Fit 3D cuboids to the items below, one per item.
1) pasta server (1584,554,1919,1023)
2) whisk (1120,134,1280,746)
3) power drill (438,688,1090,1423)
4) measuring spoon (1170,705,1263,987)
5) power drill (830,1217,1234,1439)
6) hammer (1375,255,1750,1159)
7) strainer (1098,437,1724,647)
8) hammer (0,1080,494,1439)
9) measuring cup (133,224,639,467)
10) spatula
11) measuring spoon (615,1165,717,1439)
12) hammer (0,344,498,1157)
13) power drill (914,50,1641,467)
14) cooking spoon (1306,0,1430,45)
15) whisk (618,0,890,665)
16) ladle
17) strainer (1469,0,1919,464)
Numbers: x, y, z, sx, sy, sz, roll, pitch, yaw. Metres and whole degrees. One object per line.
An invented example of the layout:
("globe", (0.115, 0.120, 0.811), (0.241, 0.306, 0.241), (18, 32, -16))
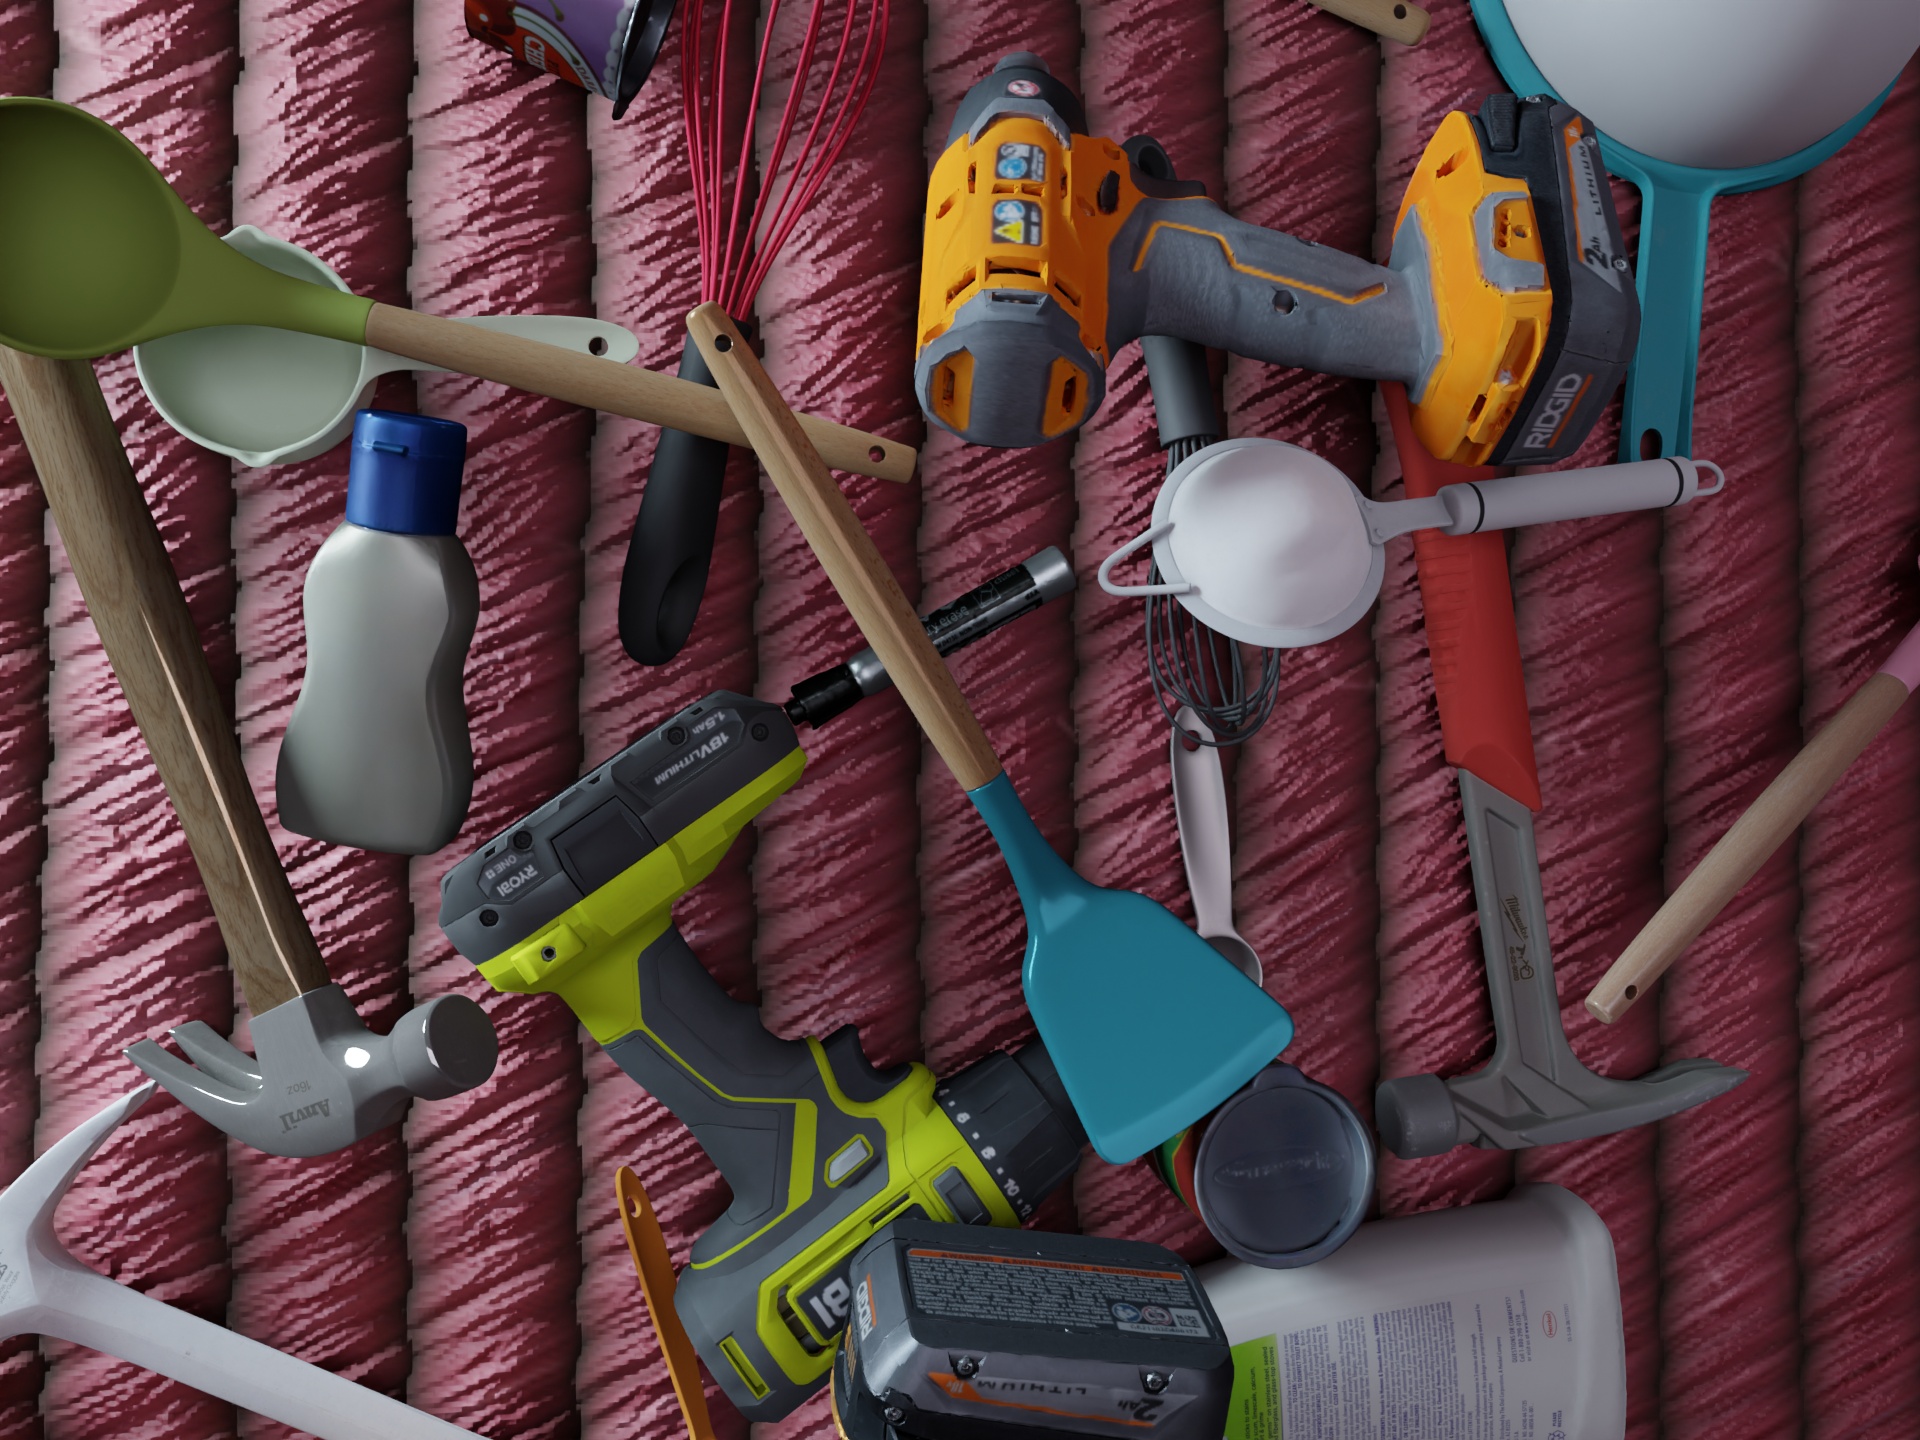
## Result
("pasta server", (0.352, 0.005, 0.640), (0.316, 0.040, 0.060), (-44, 96, -11))
("whisk", (0.085, -0.108, 0.610), (0.055, 0.055, 0.239), (-8, 87, -9))
("power drill", (-0.055, 0.105, 0.570), (0.190, 0.080, 0.228), (-35, 97, -11))
("measuring spoon", (0.095, 0.055, 0.627), (0.034, 0.018, 0.124), (-4, 84, -9))
("power drill", (-0.017, 0.284, 0.523), (0.185, 0.084, 0.226), (9, 103, -11))
("hammer", (0.216, -0.012, 0.633), (0.149, 0.037, 0.359), (-9, 91, -9))
("strainer", (0.176, -0.079, 0.584), (0.258, 0.050, 0.087), (-9, 68, -17))
("hammer", (-0.161, 0.267, 0.571), (0.405, 0.035, 0.144), (27, 86, -8))
("measuring cup", (-0.200, -0.130, 0.567), (0.167, 0.038, 0.083), (-3, 90, -11))
("spatula", (-0.001, -0.002, 0.537), (0.082, 0.044, 0.317), (-33, 100, -9))
("measuring spoon", (-0.108, 0.219, 0.573), (0.011, 0.021, 0.117), (-26, 72, 15))
("hammer", (-0.269, -0.011, 0.538), (0.130, 0.031, 0.331), (-25, 86, 24))
("power drill", (0.100, -0.168, 0.552), (0.226, 0.084, 0.164), (3, 59, -2))
("cooking spoon", (0.039, -0.333, 0.615), (0.319, 0.017, 0.069), (21, 87, -8))
("whisk", (-0.083, -0.164, 0.577), (0.073, 0.073, 0.296), (12, 93, -9))
("ladle", (-0.168, -0.125, 0.521), (0.320, 0.062, 0.078), (14, 91, -9))
("strainer", (0.305, -0.261, 0.619), (0.211, 0.095, 0.340), (7, 87, -9))
